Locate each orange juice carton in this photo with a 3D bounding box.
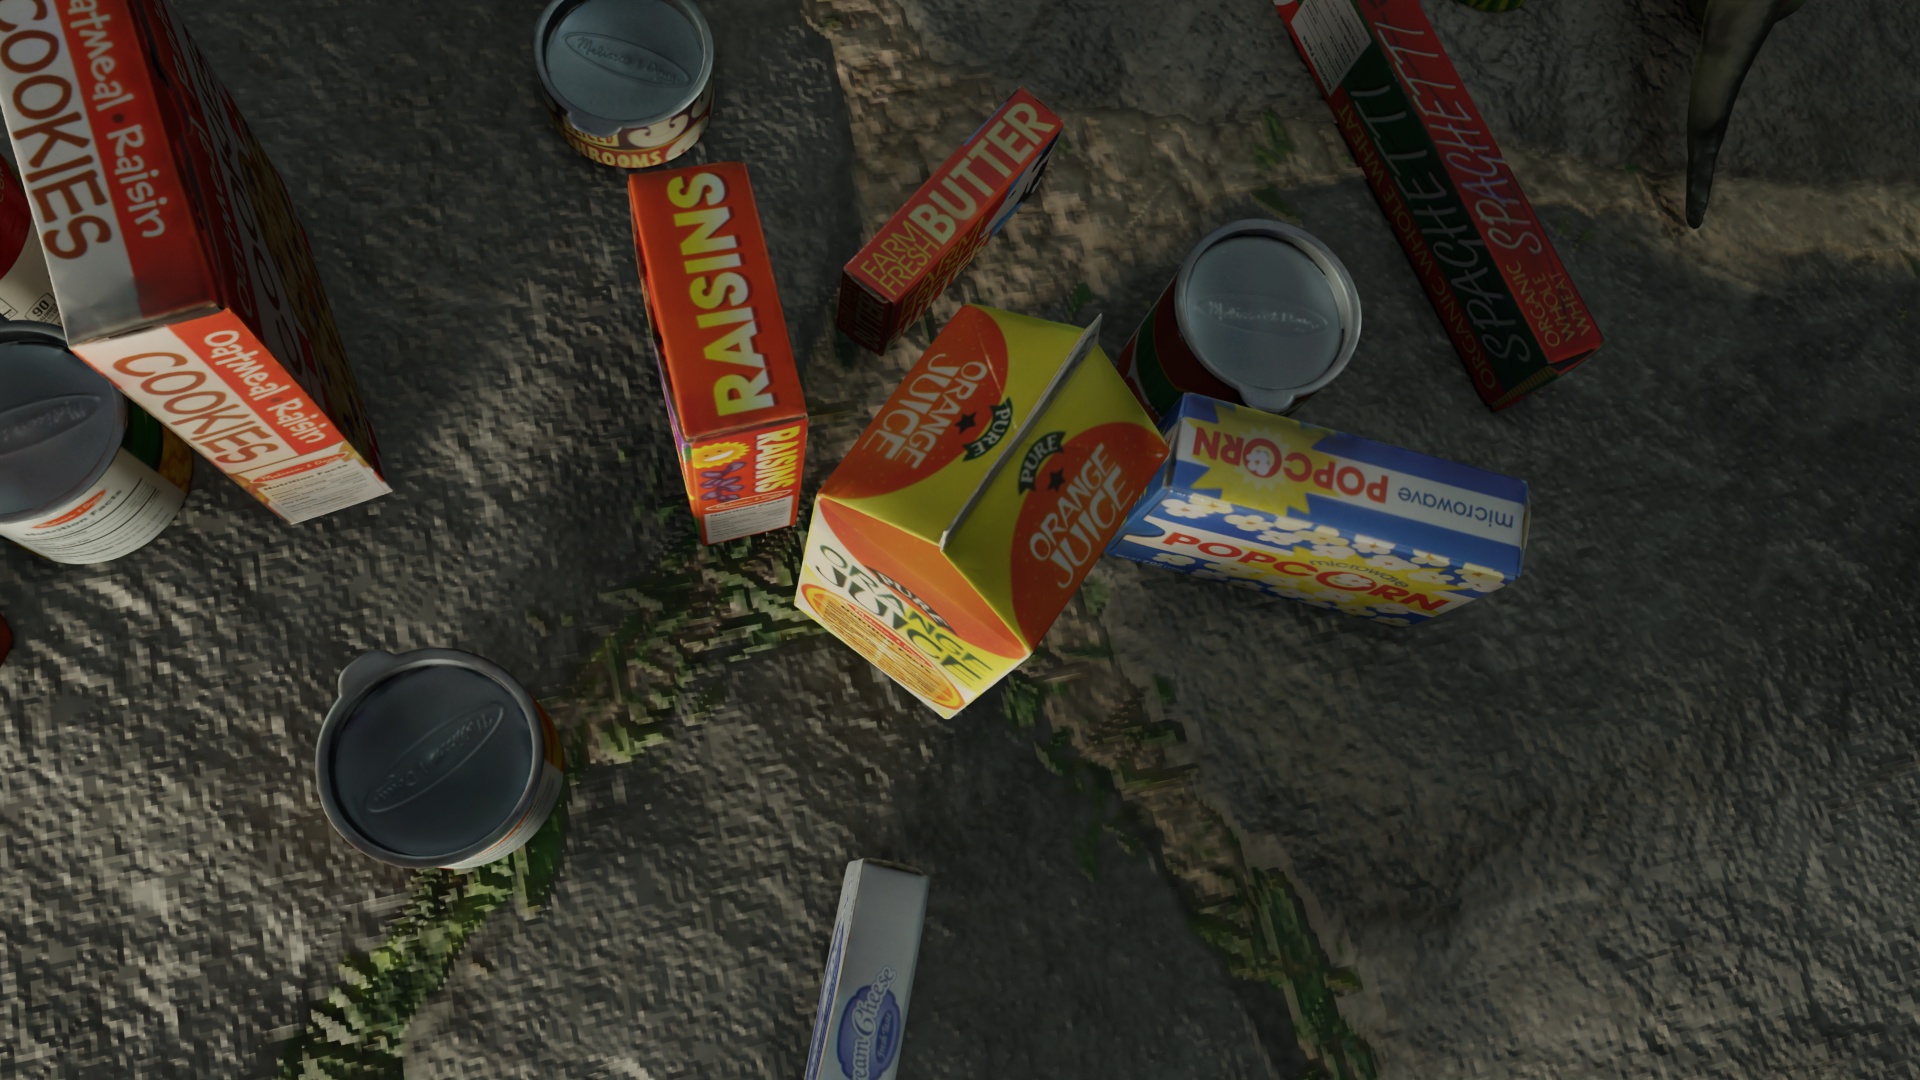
[{"bbox_3d":[0.002,-0.005,0.422,0.073,0.192,0.072,36,73,1],"label":"orange juice carton"}]

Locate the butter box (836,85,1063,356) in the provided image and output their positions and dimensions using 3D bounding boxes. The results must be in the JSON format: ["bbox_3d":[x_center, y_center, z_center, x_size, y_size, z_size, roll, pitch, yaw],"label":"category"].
[{"bbox_3d":[-0.005,-0.119,0.524,0.024,0.053,0.104,40,73,2],"label":"butter box"}]

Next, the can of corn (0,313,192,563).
[{"bbox_3d":[-0.296,-0.032,0.451,0.071,0.058,0.071,2,75,-8],"label":"can of corn"}]

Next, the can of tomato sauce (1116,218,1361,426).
[{"bbox_3d":[0.099,-0.068,0.511,0.071,0.083,0.071,2,75,-8],"label":"can of tomato sauce"}]

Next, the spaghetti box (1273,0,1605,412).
[{"bbox_3d":[0.182,-0.173,0.570,0.029,0.050,0.250,-22,80,-14],"label":"spaghetti box"}]

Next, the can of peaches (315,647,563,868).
[{"bbox_3d":[-0.165,0.070,0.445,0.071,0.058,0.071,2,75,-8],"label":"can of peaches"}]

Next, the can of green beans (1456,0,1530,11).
[{"bbox_3d":[0.240,-0.274,0.602,0.071,0.057,0.071,2,75,-8],"label":"can of green beans"}]

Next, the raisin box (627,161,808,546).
[{"bbox_3d":[-0.080,-0.056,0.458,0.040,0.123,0.086,-12,78,-12],"label":"raisin box"}]

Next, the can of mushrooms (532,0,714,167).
[{"bbox_3d":[-0.128,-0.177,0.529,0.071,0.033,0.071,2,75,-9],"label":"can of mushrooms"}]

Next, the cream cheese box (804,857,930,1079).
[{"bbox_3d":[-0.033,0.156,0.446,0.024,0.053,0.104,12,74,-6],"label":"cream cheese box"}]

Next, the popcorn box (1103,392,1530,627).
[{"bbox_3d":[0.123,-0.007,0.498,0.127,0.085,0.038,14,74,-5],"label":"popcorn box"}]

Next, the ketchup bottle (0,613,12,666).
[{"bbox_3d":[-0.329,0.025,0.383,0.043,0.148,0.065,42,74,3],"label":"ketchup bottle"}]

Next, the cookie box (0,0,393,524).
[{"bbox_3d":[-0.227,-0.086,0.420,0.040,0.167,0.123,-20,80,-13],"label":"cookie box"}]
